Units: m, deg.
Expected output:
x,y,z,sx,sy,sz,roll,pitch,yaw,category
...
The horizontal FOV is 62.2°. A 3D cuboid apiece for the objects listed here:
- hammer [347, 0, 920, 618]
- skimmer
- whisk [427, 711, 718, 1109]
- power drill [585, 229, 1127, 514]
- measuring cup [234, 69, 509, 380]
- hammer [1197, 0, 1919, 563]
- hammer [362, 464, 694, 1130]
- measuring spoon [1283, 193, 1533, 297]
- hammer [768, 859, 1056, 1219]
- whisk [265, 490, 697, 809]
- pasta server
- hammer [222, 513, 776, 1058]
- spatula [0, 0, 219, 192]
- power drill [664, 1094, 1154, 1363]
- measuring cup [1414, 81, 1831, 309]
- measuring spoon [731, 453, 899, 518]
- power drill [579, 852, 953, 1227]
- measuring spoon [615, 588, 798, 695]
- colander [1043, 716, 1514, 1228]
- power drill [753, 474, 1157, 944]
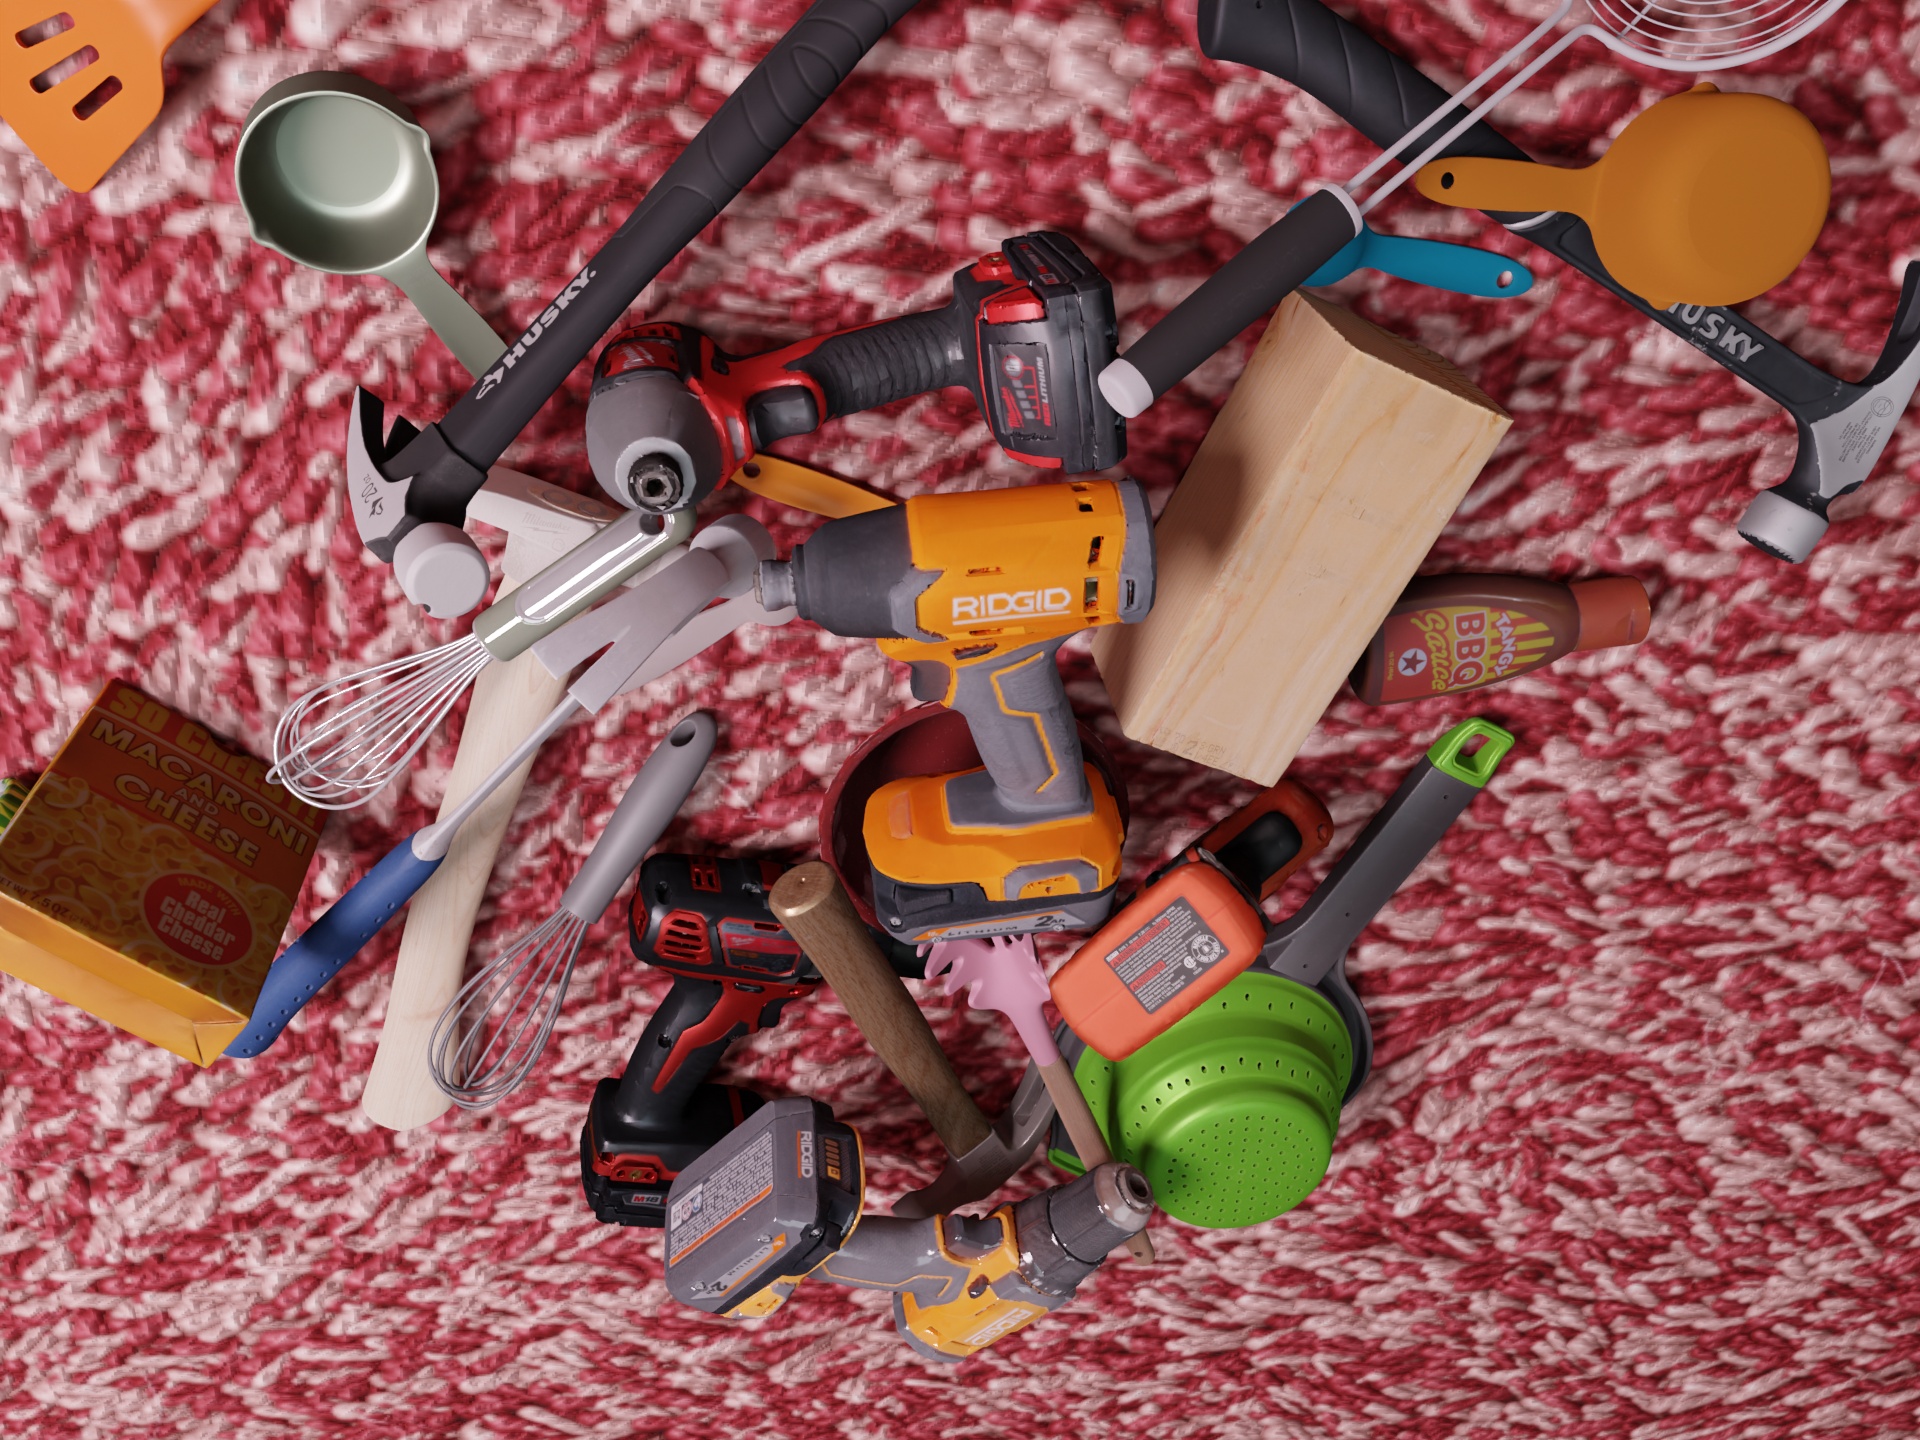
x,y,z,sx,sy,sz,roll,pitch,yaw,category
-0.123,-0.197,0.636,0.335,0.146,0.035,-47,134,3,hammer
0.202,-0.242,0.612,0.363,0.090,0.127,-40,98,-8,skimmer
-0.196,0.095,0.816,0.055,0.055,0.239,35,89,-25,whisk
-0.048,-0.138,0.668,0.219,0.143,0.078,-11,120,-3,power drill
-0.233,-0.199,0.676,0.083,0.038,0.167,-29,138,6,measuring cup
0.276,-0.223,0.711,0.408,0.036,0.149,26,105,-19,hammer
-0.265,0.059,0.823,0.146,0.038,0.410,19,119,-11,hammer
0.206,-0.209,0.725,0.128,0.021,0.042,7,120,-12,measuring spoon
-0.026,0.178,0.871,0.130,0.031,0.331,-37,138,-11,hammer
-0.219,-0.033,0.722,0.246,0.059,0.058,-32,88,14,whisk
0.056,0.209,0.878,0.060,0.040,0.316,-11,124,20,pasta server
-0.244,0.053,0.739,0.405,0.144,0.035,-39,96,29,hammer
-0.243,-0.311,0.607,0.322,0.041,0.081,-28,121,6,spatula
-0.022,0.276,0.866,0.226,0.084,0.185,27,126,-31,power drill
0.280,-0.220,0.665,0.173,0.052,0.095,0,110,-12,measuring cup
-0.058,-0.108,0.764,0.117,0.011,0.021,16,120,-12,measuring spoon
-0.110,0.180,0.898,0.187,0.080,0.226,10,116,-21,power drill
-0.132,-0.039,0.791,0.124,0.018,0.034,-28,121,12,measuring spoon
0.197,0.172,0.918,0.204,0.095,0.397,23,116,-20,colander
-0.001,-0.002,0.709,0.164,0.084,0.226,-5,132,-4,power drill
